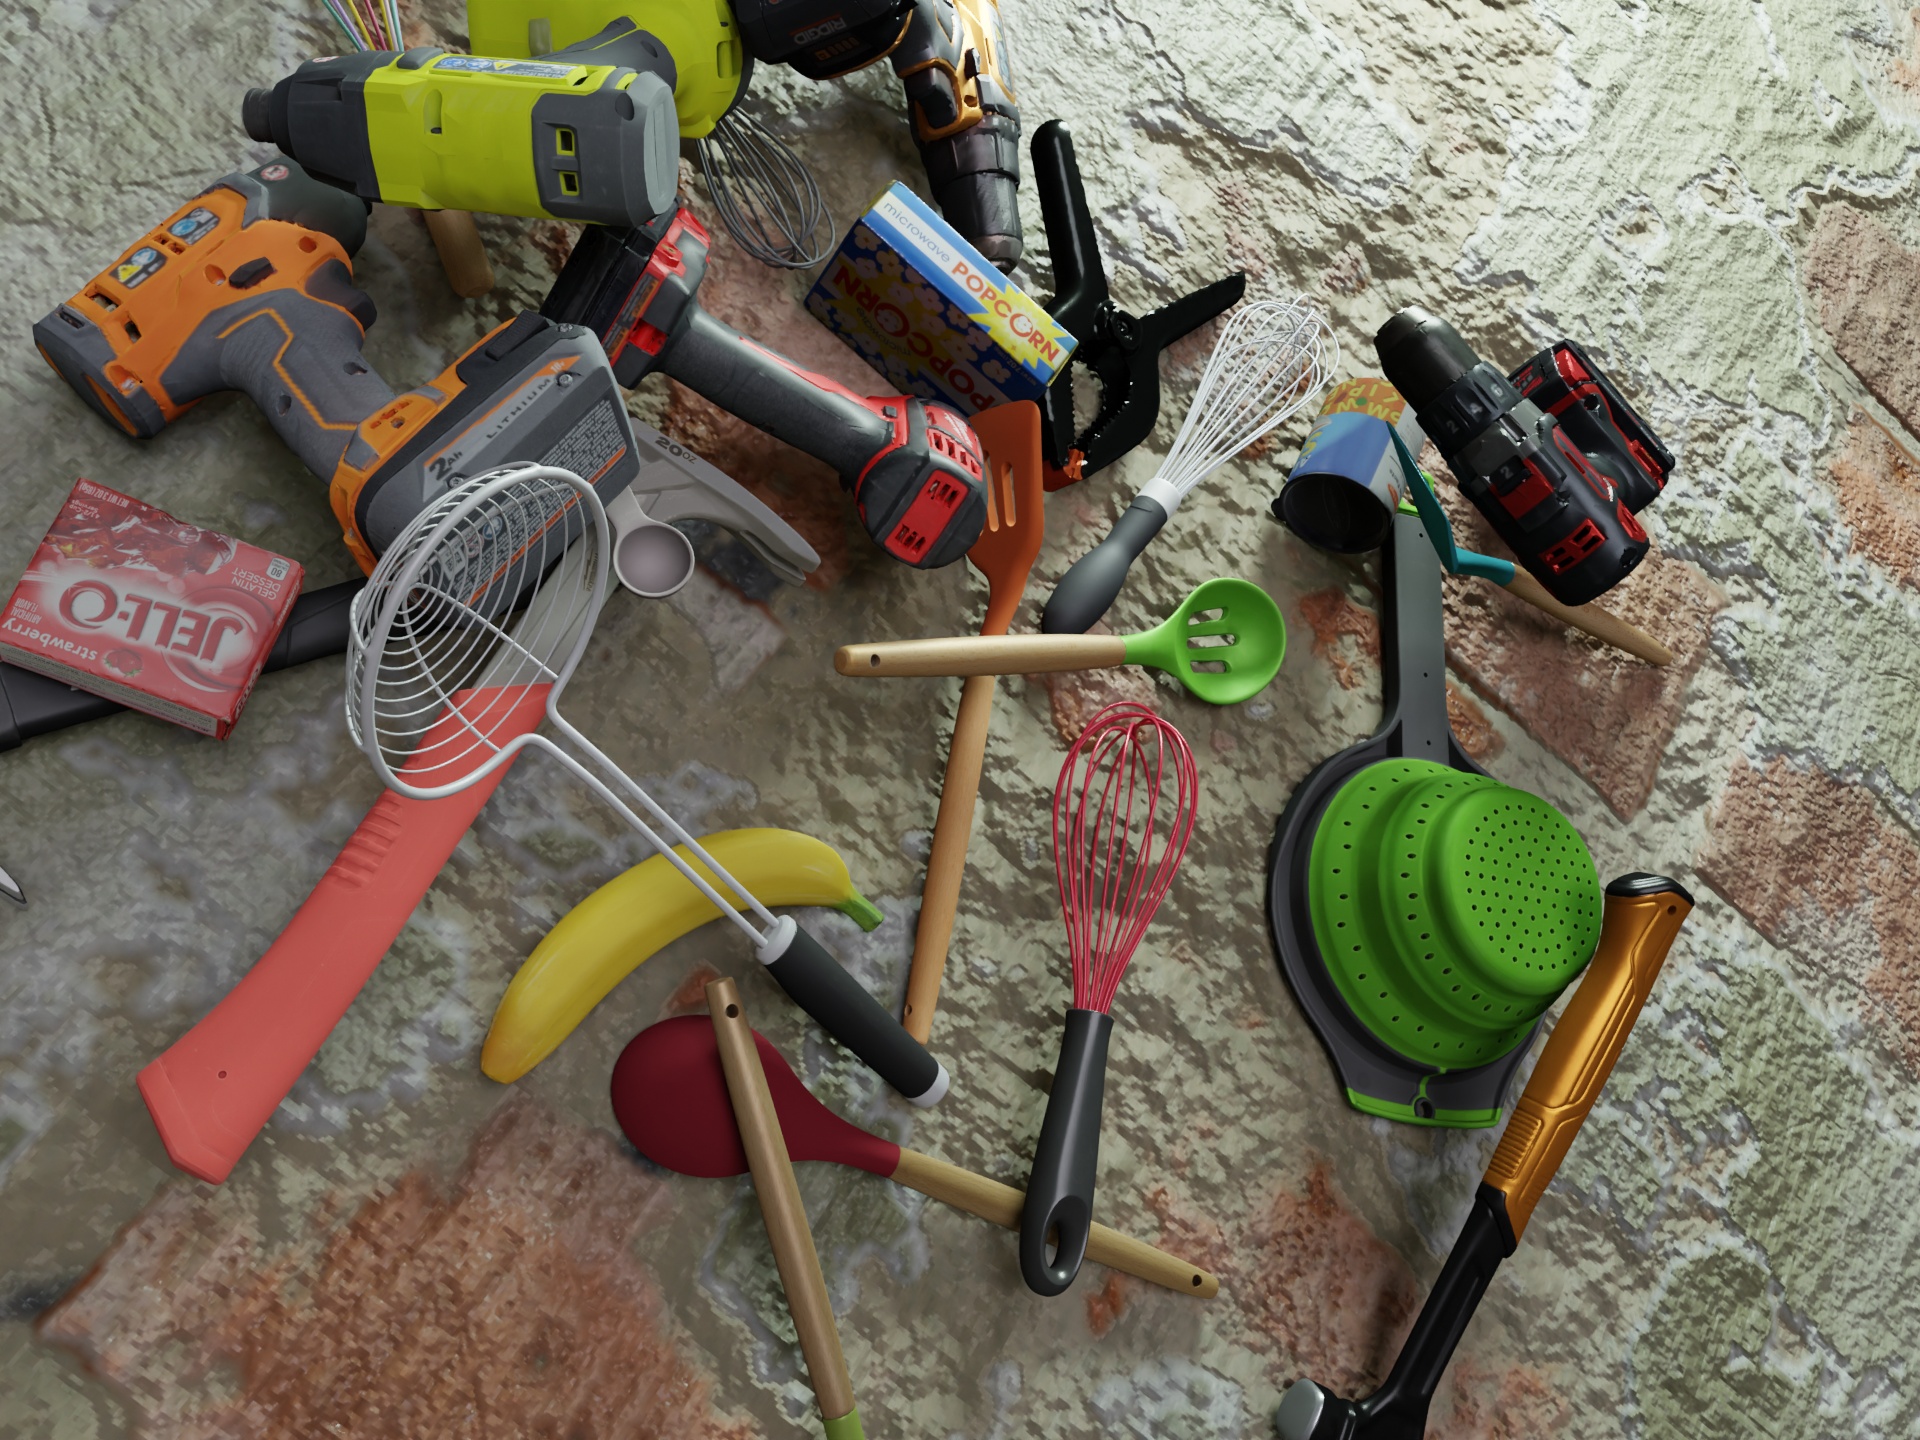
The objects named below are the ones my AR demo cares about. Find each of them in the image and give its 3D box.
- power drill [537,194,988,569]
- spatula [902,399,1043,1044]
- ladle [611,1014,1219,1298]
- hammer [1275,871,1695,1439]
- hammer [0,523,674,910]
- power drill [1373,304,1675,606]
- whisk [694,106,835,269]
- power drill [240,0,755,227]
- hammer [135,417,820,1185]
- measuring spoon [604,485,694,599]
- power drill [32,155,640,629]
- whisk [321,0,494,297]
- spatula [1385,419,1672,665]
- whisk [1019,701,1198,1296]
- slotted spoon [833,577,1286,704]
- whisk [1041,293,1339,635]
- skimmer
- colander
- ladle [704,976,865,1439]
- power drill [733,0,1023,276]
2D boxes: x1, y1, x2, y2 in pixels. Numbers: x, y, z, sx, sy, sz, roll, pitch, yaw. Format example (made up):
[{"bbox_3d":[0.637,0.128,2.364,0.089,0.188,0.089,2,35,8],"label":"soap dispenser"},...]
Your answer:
[{"bbox_3d":[-0.085,-0.163,0.763,0.219,0.078,0.143,30,22,-17],"label":"power drill"},{"bbox_3d":[-0.001,-0.003,0.791,0.041,0.081,0.323,23,69,-37],"label":"spatula"},{"bbox_3d":[-0.010,0.213,0.730,0.315,0.031,0.069,26,67,-18],"label":"ladle"},{"bbox_3d":[0.286,0.232,0.798,0.127,0.034,0.337,30,84,-15],"label":"hammer"},{"bbox_3d":[-0.272,-0.035,0.676,0.334,0.035,0.146,-19,82,-30],"label":"hammer"},{"bbox_3d":[0.331,-0.168,0.932,0.188,0.080,0.227,51,32,5],"label":"power drill"},{"bbox_3d":[-0.138,-0.334,0.833,0.055,0.055,0.239,-27,82,-30],"label":"whisk"},{"bbox_3d":[-0.189,-0.281,0.697,0.171,0.080,0.223,7,35,5],"label":"power drill"},{"bbox_3d":[-0.197,0.023,0.651,0.149,0.036,0.359,33,61,-12],"label":"hammer"},{"bbox_3d":[-0.157,-0.103,0.691,0.034,0.018,0.124,-30,80,-19],"label":"measuring spoon"},{"bbox_3d":[-0.244,-0.152,0.654,0.226,0.084,0.164,31,67,18],"label":"power drill"},{"bbox_3d":[-0.278,-0.317,0.760,0.051,0.047,0.245,-21,88,-12],"label":"whisk"},{"bbox_3d":[0.351,-0.086,0.955,0.317,0.044,0.082,18,40,-36],"label":"spatula"},{"bbox_3d":[0.067,0.124,0.769,0.073,0.073,0.296,21,66,-19],"label":"whisk"},{"bbox_3d":[0.061,-0.036,0.801,0.313,0.031,0.070,-5,94,-43],"label":"slotted spoon"},{"bbox_3d":[0.127,-0.145,0.898,0.070,0.070,0.285,43,66,-8],"label":"whisk"},{"bbox_3d":[-0.094,0.055,0.628,0.363,0.090,0.127,50,60,-31],"label":"skimmer"},{"bbox_3d":[0.282,0.022,0.894,0.204,0.094,0.397,12,69,-22],"label":"colander"},{"bbox_3d":[-0.052,0.261,0.657,0.078,0.062,0.320,-14,86,-32],"label":"ladle"},{"bbox_3d":[-0.029,-0.339,0.815,0.226,0.084,0.185,7,72,-67],"label":"power drill"}]
